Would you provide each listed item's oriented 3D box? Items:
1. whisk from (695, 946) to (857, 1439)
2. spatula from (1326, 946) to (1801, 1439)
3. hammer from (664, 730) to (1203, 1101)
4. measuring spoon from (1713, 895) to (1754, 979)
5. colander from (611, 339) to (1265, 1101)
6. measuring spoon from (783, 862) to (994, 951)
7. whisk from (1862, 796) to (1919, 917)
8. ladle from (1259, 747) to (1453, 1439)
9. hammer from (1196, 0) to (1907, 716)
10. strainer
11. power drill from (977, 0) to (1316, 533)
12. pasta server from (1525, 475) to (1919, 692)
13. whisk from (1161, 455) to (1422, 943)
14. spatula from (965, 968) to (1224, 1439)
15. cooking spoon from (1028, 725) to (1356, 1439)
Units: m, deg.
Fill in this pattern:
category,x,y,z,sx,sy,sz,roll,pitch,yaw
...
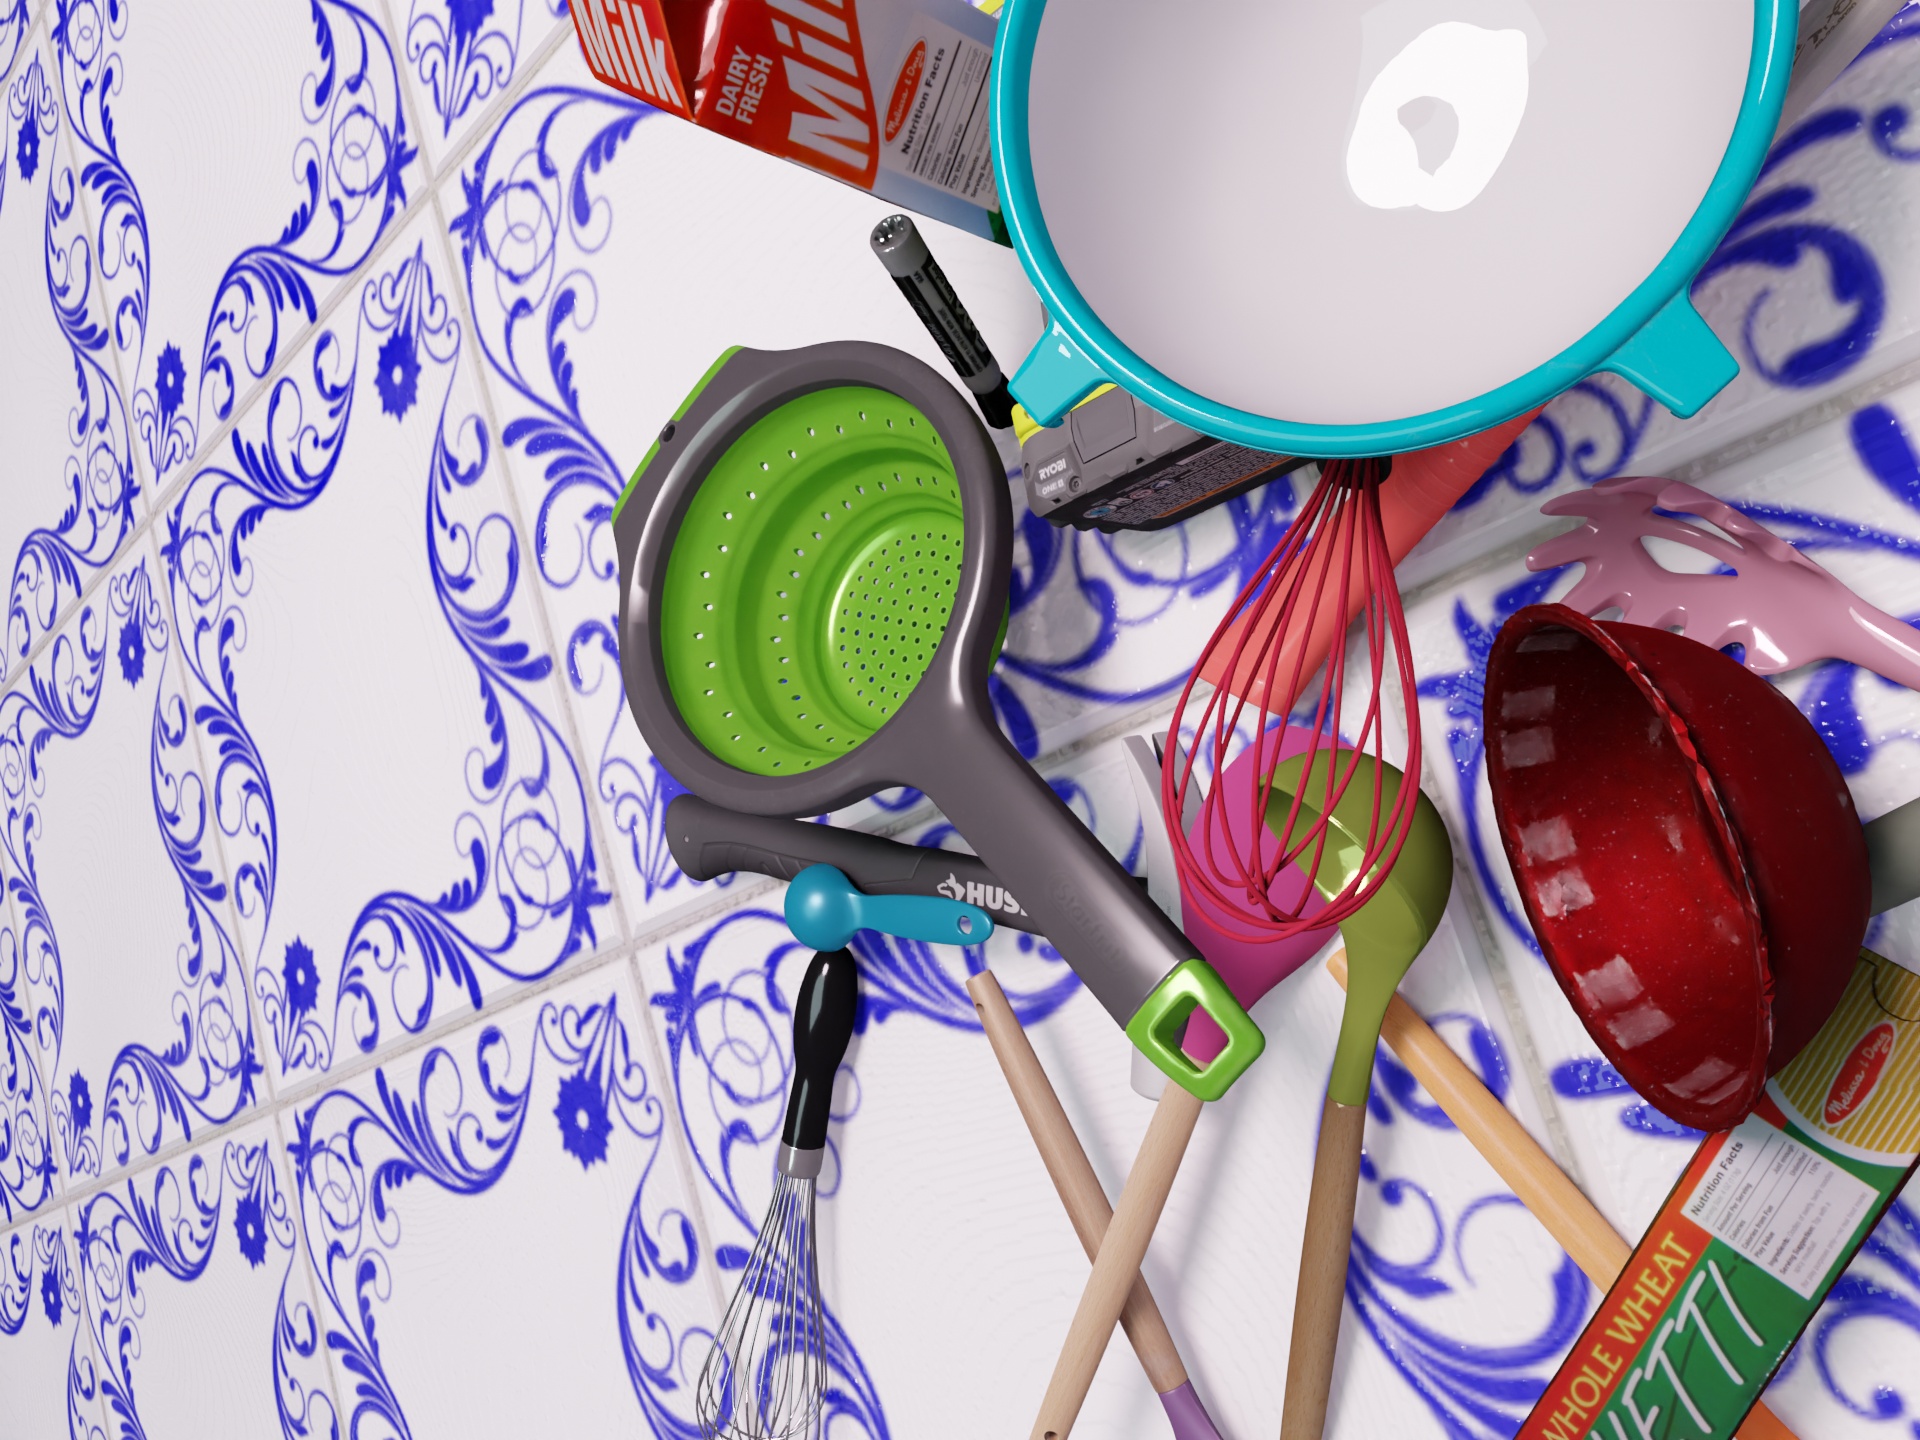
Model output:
category,x,y,z,sx,sy,sz,roll,pitch,yaw
whisk,-0.086,0.248,0.798,0.070,0.070,0.284,15,98,40
spatula,0.227,0.198,0.520,0.081,0.041,0.323,-51,59,20
hammer,-0.025,0.066,0.741,0.335,0.035,0.146,7,98,42
measuring spoon,0.256,0.114,0.507,0.021,0.011,0.117,-11,85,42
colander,-0.001,-0.002,0.651,0.204,0.094,0.397,-51,55,14
measuring spoon,-0.038,0.089,0.716,0.129,0.021,0.042,-1,94,44
whisk,0.294,0.004,0.391,0.246,0.059,0.058,121,145,-60
ladle,0.128,0.162,0.579,0.078,0.062,0.320,34,125,58
hammer,0.189,-0.131,0.511,0.359,0.036,0.149,-53,25,39
strainer,0.124,-0.241,0.460,0.211,0.095,0.340,3,92,23
power drill,0.071,-0.199,0.608,0.171,0.080,0.223,-21,76,42
pasta server,0.306,0.009,0.437,0.316,0.040,0.060,36,144,32
whisk,0.120,-0.064,0.492,0.073,0.073,0.296,-11,51,42
spatula,0.074,0.249,0.655,0.059,0.018,0.316,-35,78,49
cooking spoon,0.085,0.154,0.621,0.069,0.017,0.319,20,101,5
